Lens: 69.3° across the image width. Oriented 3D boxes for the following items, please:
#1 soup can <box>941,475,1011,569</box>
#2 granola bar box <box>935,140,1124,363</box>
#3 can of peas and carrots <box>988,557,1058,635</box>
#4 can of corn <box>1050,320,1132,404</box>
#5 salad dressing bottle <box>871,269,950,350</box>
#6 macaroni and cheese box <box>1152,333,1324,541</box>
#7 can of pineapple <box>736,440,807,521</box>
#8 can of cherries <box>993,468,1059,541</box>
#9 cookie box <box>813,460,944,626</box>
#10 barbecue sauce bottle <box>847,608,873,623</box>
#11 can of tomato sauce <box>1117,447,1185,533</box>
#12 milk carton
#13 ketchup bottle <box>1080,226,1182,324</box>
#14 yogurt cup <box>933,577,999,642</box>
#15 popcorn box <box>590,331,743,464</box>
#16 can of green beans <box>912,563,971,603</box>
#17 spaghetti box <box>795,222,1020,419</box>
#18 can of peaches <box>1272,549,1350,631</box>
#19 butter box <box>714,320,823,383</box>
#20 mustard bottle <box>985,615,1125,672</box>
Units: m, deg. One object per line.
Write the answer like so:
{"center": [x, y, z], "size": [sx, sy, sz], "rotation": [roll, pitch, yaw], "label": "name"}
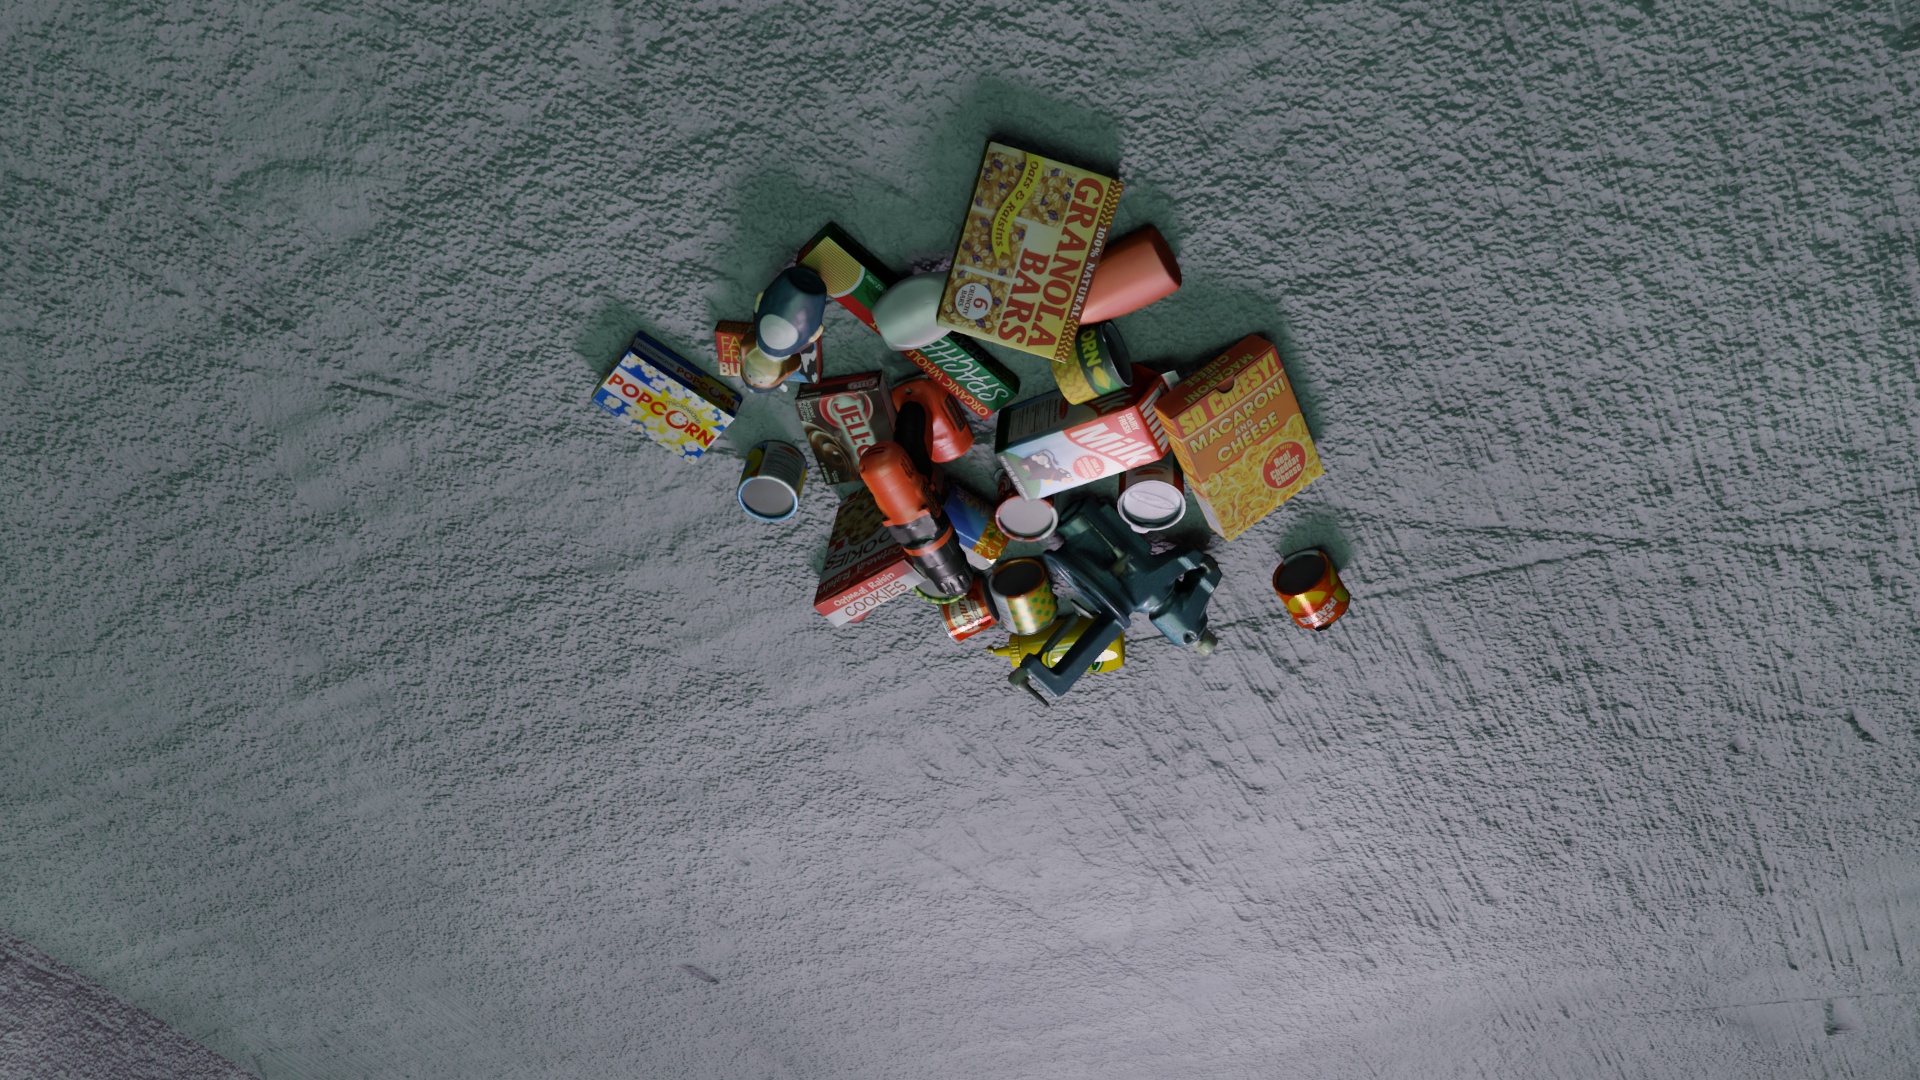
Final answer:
{"center": [0.005, -0.018, 1.475], "size": [0.084, 0.072, 0.071], "rotation": [29, 129, -20], "label": "soup can"}
{"center": [0.059, -0.254, 1.226], "size": [0.124, 0.039, 0.165], "rotation": [15, 108, -8], "label": "granola bar box"}
{"center": [0.072, 0.060, 1.537], "size": [0.071, 0.071, 0.058], "rotation": [-9, 130, 15], "label": "can of peas and carrots"}
{"center": [0.123, -0.170, 1.319], "size": [0.058, 0.071, 0.071], "rotation": [-18, 127, 23], "label": "can of corn"}
{"center": [-0.007, -0.226, 1.277], "size": [0.147, 0.044, 0.064], "rotation": [-25, 107, 6], "label": "salad dressing bottle"}
{"center": [0.272, -0.098, 1.346], "size": [0.124, 0.040, 0.166], "rotation": [-36, 125, -5], "label": "macaroni and cheese box"}
{"center": [-0.199, -0.061, 1.466], "size": [0.071, 0.058, 0.070], "rotation": [4, 133, 4], "label": "can of pineapple"}
{"center": [0.068, -0.041, 1.449], "size": [0.071, 0.059, 0.071], "rotation": [3, 133, 4], "label": "can of cherries"}
{"center": [-0.083, -0.003, 1.429], "size": [0.122, 0.168, 0.040], "rotation": [-29, 122, 29], "label": "cookie box"}
{"center": [-0.101, 0.031, 1.546], "size": [0.065, 0.044, 0.147], "rotation": [28, 129, -16], "label": "barbecue sauce bottle"}
{"center": [0.192, -0.060, 1.399], "size": [0.071, 0.083, 0.070], "rotation": [4, 133, 4], "label": "can of tomato sauce"}
{"center": [0.135, -0.111, 1.366], "size": [0.190, 0.074, 0.072], "rotation": [-18, 128, 22], "label": "milk carton"}
{"center": [0.125, -0.230, 1.280], "size": [0.148, 0.044, 0.064], "rotation": [-23, 123, 26], "label": "ketchup bottle"}
{"center": [0.010, 0.075, 1.560], "size": [0.054, 0.073, 0.072], "rotation": [-20, 127, 14], "label": "yogurt cup"}
{"center": [-0.300, -0.144, 1.416], "size": [0.126, 0.038, 0.085], "rotation": [33, 127, -21], "label": "popcorn box"}
{"center": [-0.021, 0.027, 1.523], "size": [0.071, 0.058, 0.071], "rotation": [4, 132, 4], "label": "can of green beans"}
{"center": [-0.046, -0.206, 1.334], "size": [0.250, 0.029, 0.050], "rotation": [37, 127, -24], "label": "spaghetti box"}
{"center": [0.375, 0.054, 1.487], "size": [0.071, 0.071, 0.058], "rotation": [-22, 125, 25], "label": "can of peaches"}
{"center": [-0.189, -0.186, 1.373], "size": [0.103, 0.024, 0.052], "rotation": [5, 132, 2], "label": "butter box"}
{"center": [0.108, 0.124, 1.600], "size": [0.160, 0.049, 0.065], "rotation": [-6, 129, 12], "label": "mustard bottle"}
